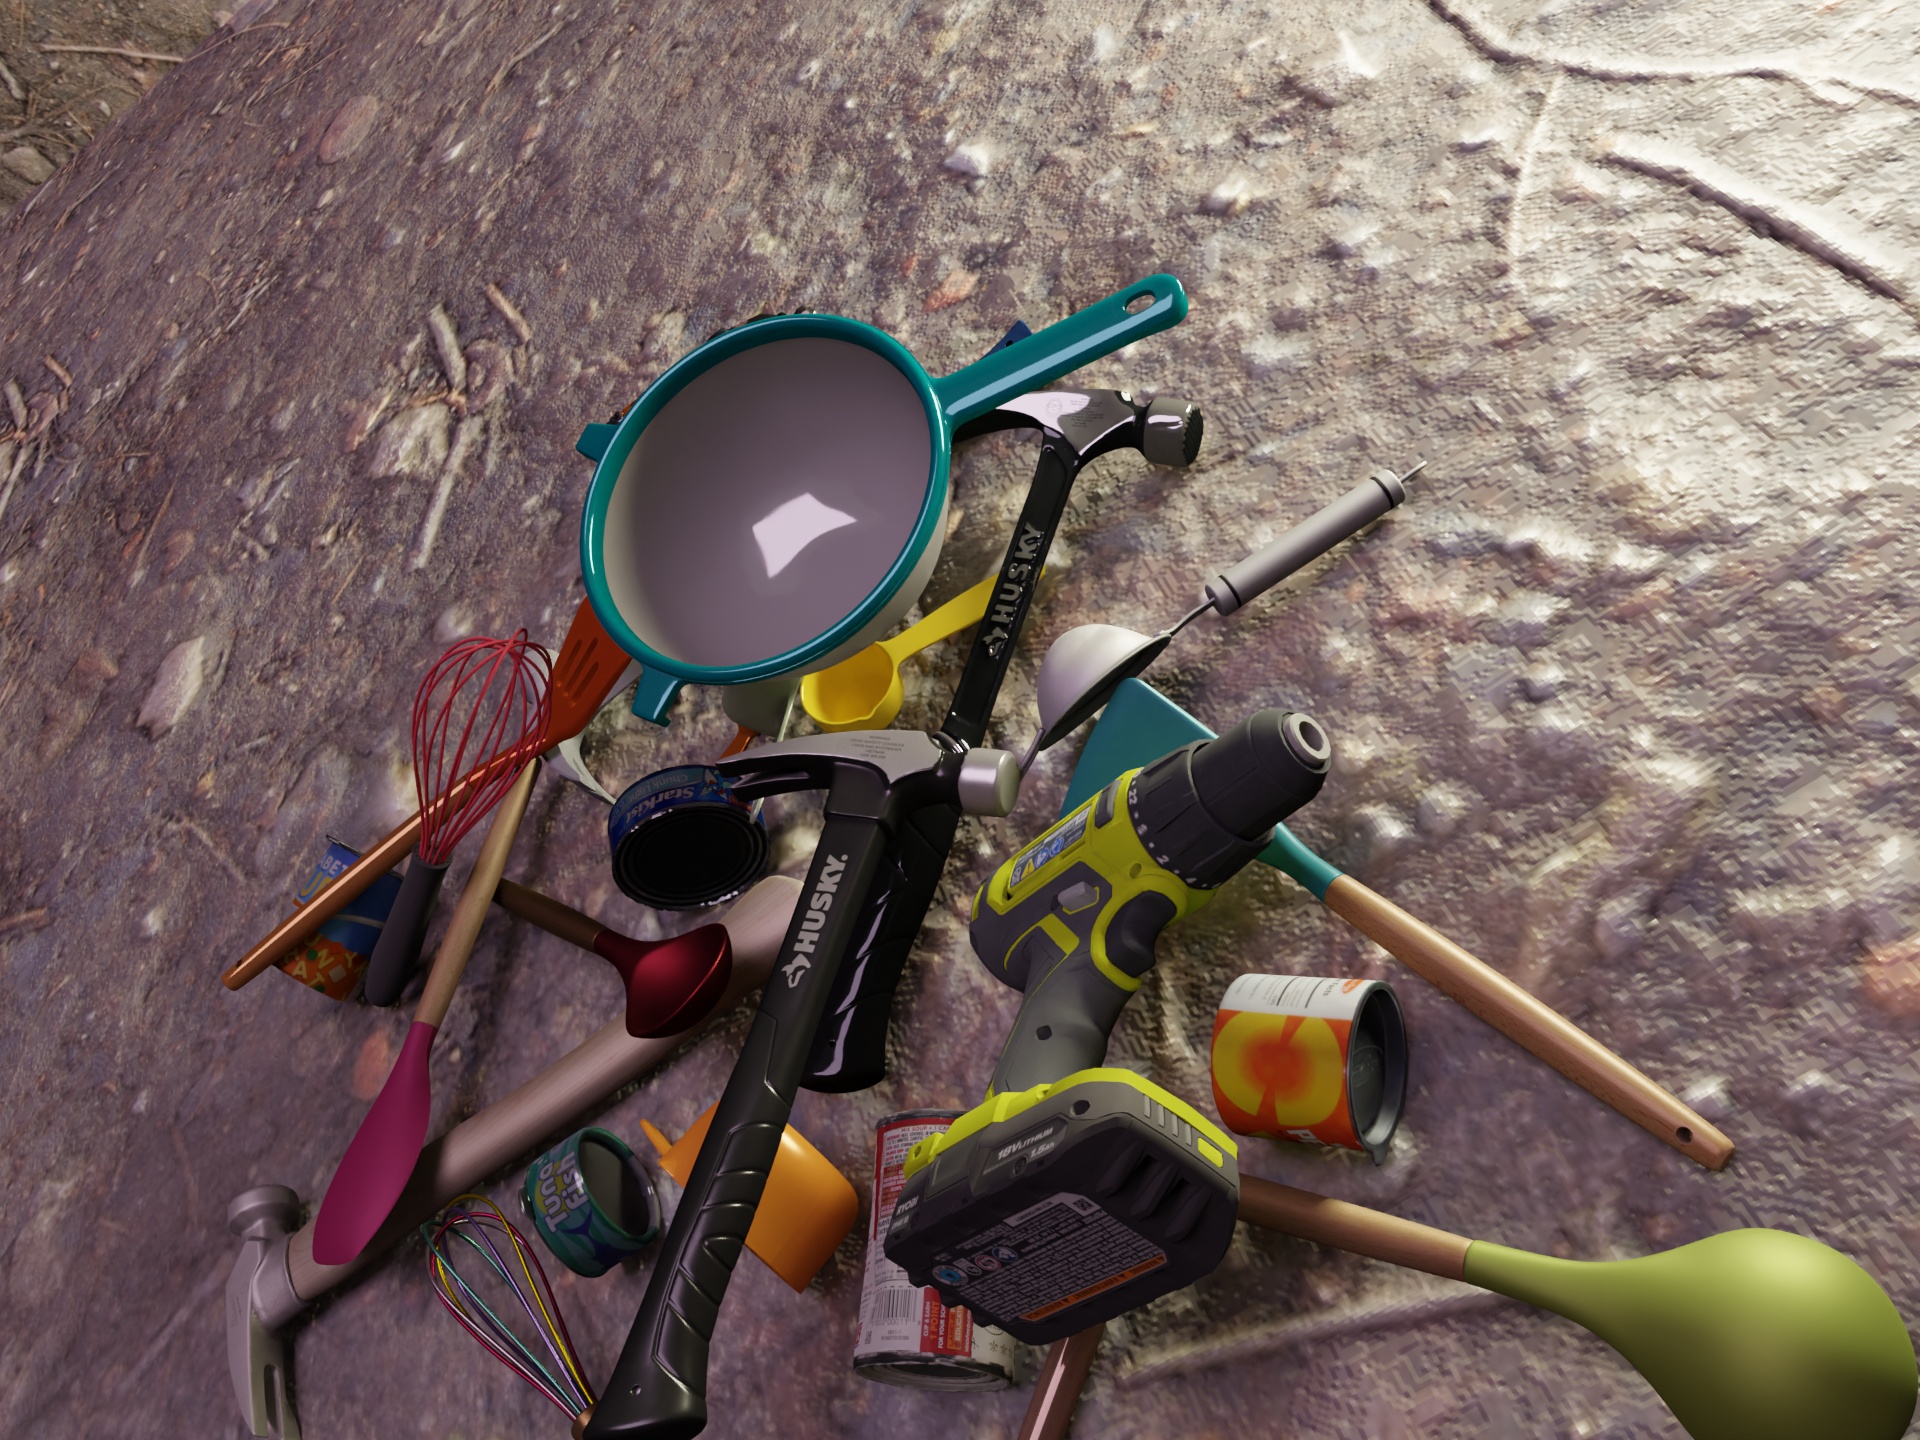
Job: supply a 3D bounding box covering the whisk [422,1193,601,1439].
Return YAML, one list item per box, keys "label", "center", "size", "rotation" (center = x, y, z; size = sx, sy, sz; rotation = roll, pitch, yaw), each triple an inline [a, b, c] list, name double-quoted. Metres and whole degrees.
- label: "whisk"
  center: [-0.184, 0.307, 0.743]
  size: [0.047, 0.051, 0.245]
  rotation: [-44, 53, -16]

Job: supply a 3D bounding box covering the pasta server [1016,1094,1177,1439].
- label: "pasta server"
  center: [0.028, 0.293, 0.622]
  size: [0.060, 0.040, 0.316]
  rotation: [22, 69, 6]

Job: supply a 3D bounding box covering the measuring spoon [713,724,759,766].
- label: "measuring spoon"
  center: [-0.151, 0.040, 0.935]
  size: [0.021, 0.011, 0.117]
  rotation: [21, 74, 42]

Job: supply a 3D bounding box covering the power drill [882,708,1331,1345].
- label: "power drill"
  center: [0.063, 0.106, 0.622]
  size: [0.190, 0.080, 0.229]
  rotation: [-40, 20, 39]

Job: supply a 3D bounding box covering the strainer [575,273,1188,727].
- label: "strainer"
  center: [-0.032, -0.128, 0.834]
  size: [0.340, 0.095, 0.211]
  rotation: [-24, 62, 11]

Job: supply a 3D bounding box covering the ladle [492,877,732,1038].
- label: "ladle"
  center: [-0.208, 0.117, 0.876]
  size: [0.315, 0.031, 0.069]
  rotation: [10, 56, 52]

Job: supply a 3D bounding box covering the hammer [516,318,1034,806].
- label: "hammer"
  center: [-0.109, -0.103, 0.988]
  size: [0.405, 0.035, 0.144]
  rotation: [-37, 46, 8]

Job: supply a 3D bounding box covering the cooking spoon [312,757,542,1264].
- label: "cooking spoon"
  center: [-0.298, 0.152, 0.912]
  size: [0.069, 0.017, 0.319]
  rotation: [-14, 47, 34]

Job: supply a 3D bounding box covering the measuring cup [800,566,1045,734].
- label: "measuring cup"
  center: [-0.017, -0.041, 0.896]
  size: [0.156, 0.029, 0.062]
  rotation: [-31, 53, -3]

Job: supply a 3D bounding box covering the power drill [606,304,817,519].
- label: "power drill"
  center: [-0.139, -0.198, 1.012]
  size: [0.164, 0.084, 0.227]
  rotation: [-39, 27, 0]

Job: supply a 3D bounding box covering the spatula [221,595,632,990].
- label: "spatula"
  center: [-0.322, 0.049, 0.964]
  size: [0.322, 0.041, 0.081]
  rotation: [-40, 44, -5]

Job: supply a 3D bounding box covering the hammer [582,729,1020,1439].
- label: "hammer"
  center: [-0.086, 0.144, 0.694]
  size: [0.146, 0.035, 0.335]
  rotation: [5, 55, 21]

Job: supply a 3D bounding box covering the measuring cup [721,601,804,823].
- label: "measuring cup"
  center: [-0.114, -0.004, 0.876]
  size: [0.168, 0.038, 0.083]
  rotation: [-84, 17, -53]

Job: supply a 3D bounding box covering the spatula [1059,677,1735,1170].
- label: "spatula"
  center: [0.169, 0.085, 0.662]
  size: [0.318, 0.044, 0.082]
  rotation: [36, 108, 42]

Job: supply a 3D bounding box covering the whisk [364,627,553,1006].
- label: "whisk"
  center: [-0.299, 0.064, 0.915]
  size: [0.295, 0.073, 0.073]
  rotation: [-60, 38, 31]

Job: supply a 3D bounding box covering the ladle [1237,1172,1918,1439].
- label: "ladle"
  center: [0.166, 0.194, 0.584]
  size: [0.320, 0.062, 0.078]
  rotation: [4, 65, 39]

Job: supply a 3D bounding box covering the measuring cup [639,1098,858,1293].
- label: "measuring cup"
  center: [-0.108, 0.206, 0.759]
  size: [0.052, 0.095, 0.174]
  rotation: [-46, 25, -15]

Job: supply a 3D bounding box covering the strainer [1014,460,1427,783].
- label: "strainer"
  center: [0.121, -0.058, 0.781]
  size: [0.258, 0.087, 0.050]
  rotation: [-33, 81, -2]

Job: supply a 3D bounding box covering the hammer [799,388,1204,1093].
- label: "hammer"
  center: [-0.001, -0.003, 0.832]
  size: [0.149, 0.036, 0.409]
  rotation: [12, 70, 24]

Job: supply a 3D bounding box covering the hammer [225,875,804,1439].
- label: "hammer"
  center: [-0.233, 0.222, 0.853]
  size: [0.410, 0.038, 0.146]
  rotation: [-36, 48, 9]
